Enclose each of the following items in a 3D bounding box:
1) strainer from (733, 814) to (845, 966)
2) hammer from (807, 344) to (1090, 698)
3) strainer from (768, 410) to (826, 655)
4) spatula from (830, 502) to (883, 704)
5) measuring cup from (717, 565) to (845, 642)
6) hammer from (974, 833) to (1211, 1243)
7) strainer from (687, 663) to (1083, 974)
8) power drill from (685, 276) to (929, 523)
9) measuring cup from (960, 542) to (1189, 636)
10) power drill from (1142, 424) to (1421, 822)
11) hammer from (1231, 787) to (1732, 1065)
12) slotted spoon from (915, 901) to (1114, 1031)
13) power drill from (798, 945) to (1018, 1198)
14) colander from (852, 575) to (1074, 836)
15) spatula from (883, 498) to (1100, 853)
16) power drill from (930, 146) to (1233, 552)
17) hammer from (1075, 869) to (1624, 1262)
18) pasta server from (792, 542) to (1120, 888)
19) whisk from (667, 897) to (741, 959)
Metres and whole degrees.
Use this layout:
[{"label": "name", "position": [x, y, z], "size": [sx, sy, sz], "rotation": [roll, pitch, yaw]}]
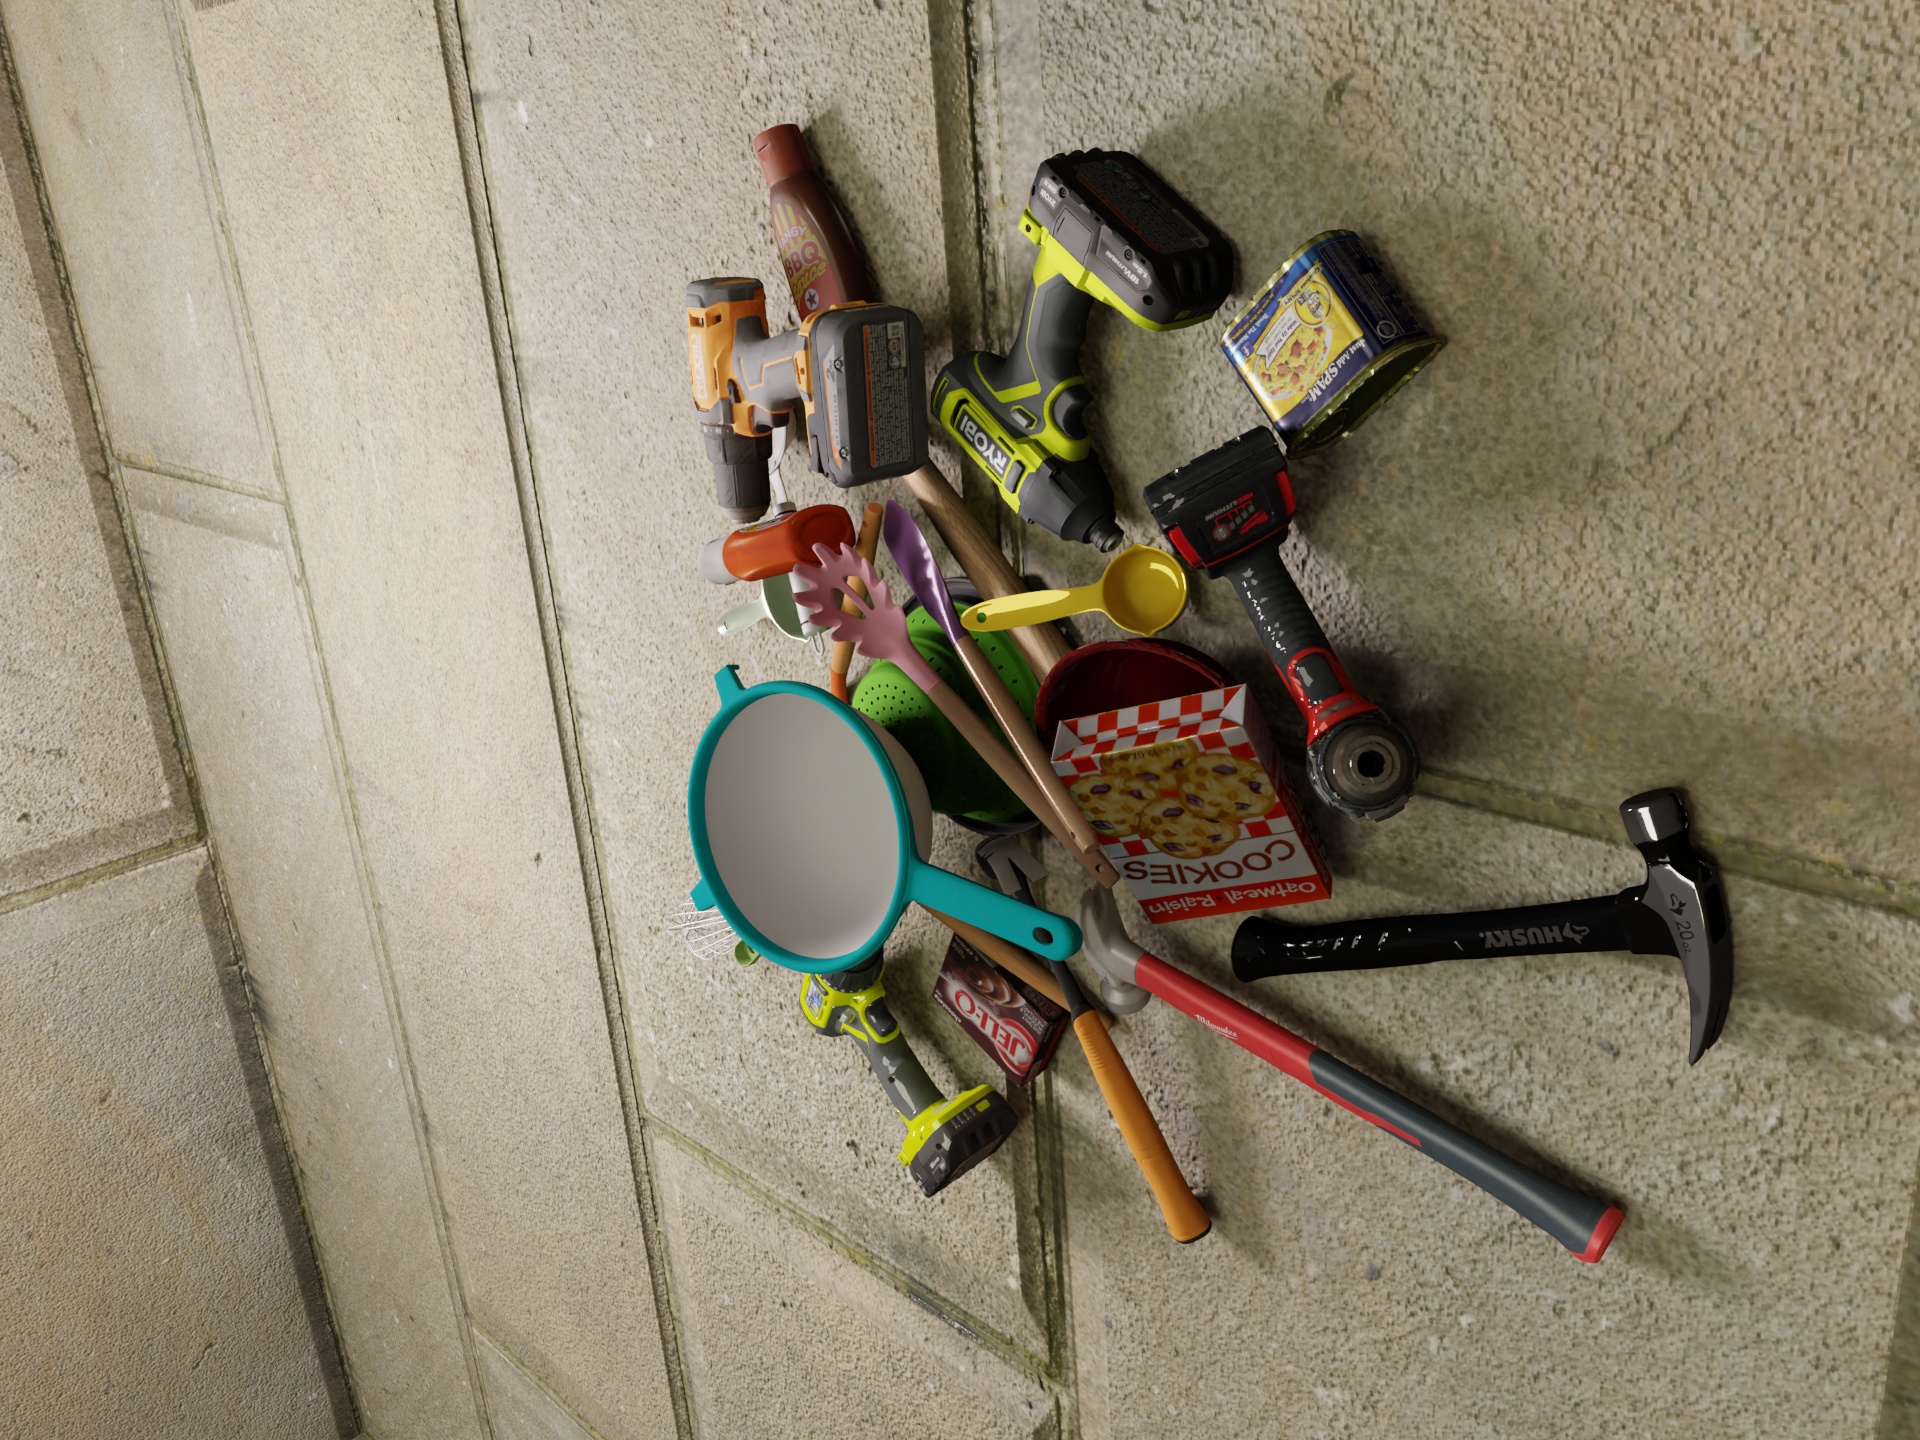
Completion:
[{"label": "strainer", "position": [-0.166, 0.163, 1.311], "size": [0.151, 0.069, 0.256], "rotation": [56, 146, 12]}, {"label": "hammer", "position": [-0.006, -0.148, 1.140], "size": [0.332, 0.031, 0.130], "rotation": [56, 138, 24]}, {"label": "strainer", "position": [-0.141, -0.174, 1.269], "size": [0.087, 0.050, 0.258], "rotation": [-24, 77, 50]}, {"label": "spatula", "position": [-0.101, -0.054, 1.286], "size": [0.081, 0.041, 0.322], "rotation": [49, 147, 24]}, {"label": "measuring cup", "position": [-0.154, -0.100, 1.349], "size": [0.167, 0.038, 0.083], "rotation": [-16, 94, 52]}, {"label": "hammer", "position": [0.104, 0.241, 1.167], "size": [0.336, 0.034, 0.127], "rotation": [63, 174, -9]}, {"label": "strainer", "position": [-0.042, 0.089, 1.123], "size": [0.340, 0.095, 0.211], "rotation": [19, 109, 32]}, {"label": "power drill", "position": [-0.121, -0.222, 1.155], "size": [0.226, 0.084, 0.185], "rotation": [21, 121, 46]}, {"label": "measuring cup", "position": [0.077, -0.078, 1.060], "size": [0.156, 0.029, 0.062], "rotation": [-8, 87, 20]}, {"label": "power drill", "position": [0.189, -0.046, 0.894], "size": [0.080, 0.188, 0.227], "rotation": [-28, 83, 10]}, {"label": "hammer", "position": [0.296, 0.136, 0.961], "size": [0.335, 0.035, 0.146], "rotation": [-16, 94, 50]}, {"label": "slotted spoon", "position": [-0.012, 0.149, 1.251], "size": [0.314, 0.031, 0.070], "rotation": [34, 154, 11]}, {"label": "power drill", "position": [-0.053, 0.275, 1.352], "size": [0.229, 0.080, 0.190], "rotation": [52, 153, 18]}, {"label": "colander", "position": [-0.053, 0.041, 1.256], "size": [0.204, 0.094, 0.397], "rotation": [58, 139, 12]}, {"label": "spatula", "position": [0.014, -0.036, 1.087], "size": [0.316, 0.018, 0.059], "rotation": [59, 155, 30]}, {"label": "power drill", "position": [0.076, -0.228, 1.012], "size": [0.171, 0.080, 0.223], "rotation": [50, 141, 21]}, {"label": "hammer", "position": [0.237, 0.223, 1.032], "size": [0.387, 0.038, 0.143], "rotation": [27, 151, 34]}, {"label": "pasta server", "position": [-0.002, -0.004, 1.104], "size": [0.060, 0.040, 0.316], "rotation": [-45, 75, 10]}, {"label": "whisk", "position": [-0.180, 0.177, 1.494], "size": [0.284, 0.070, 0.070], "rotation": [-18, 93, 45]}]
